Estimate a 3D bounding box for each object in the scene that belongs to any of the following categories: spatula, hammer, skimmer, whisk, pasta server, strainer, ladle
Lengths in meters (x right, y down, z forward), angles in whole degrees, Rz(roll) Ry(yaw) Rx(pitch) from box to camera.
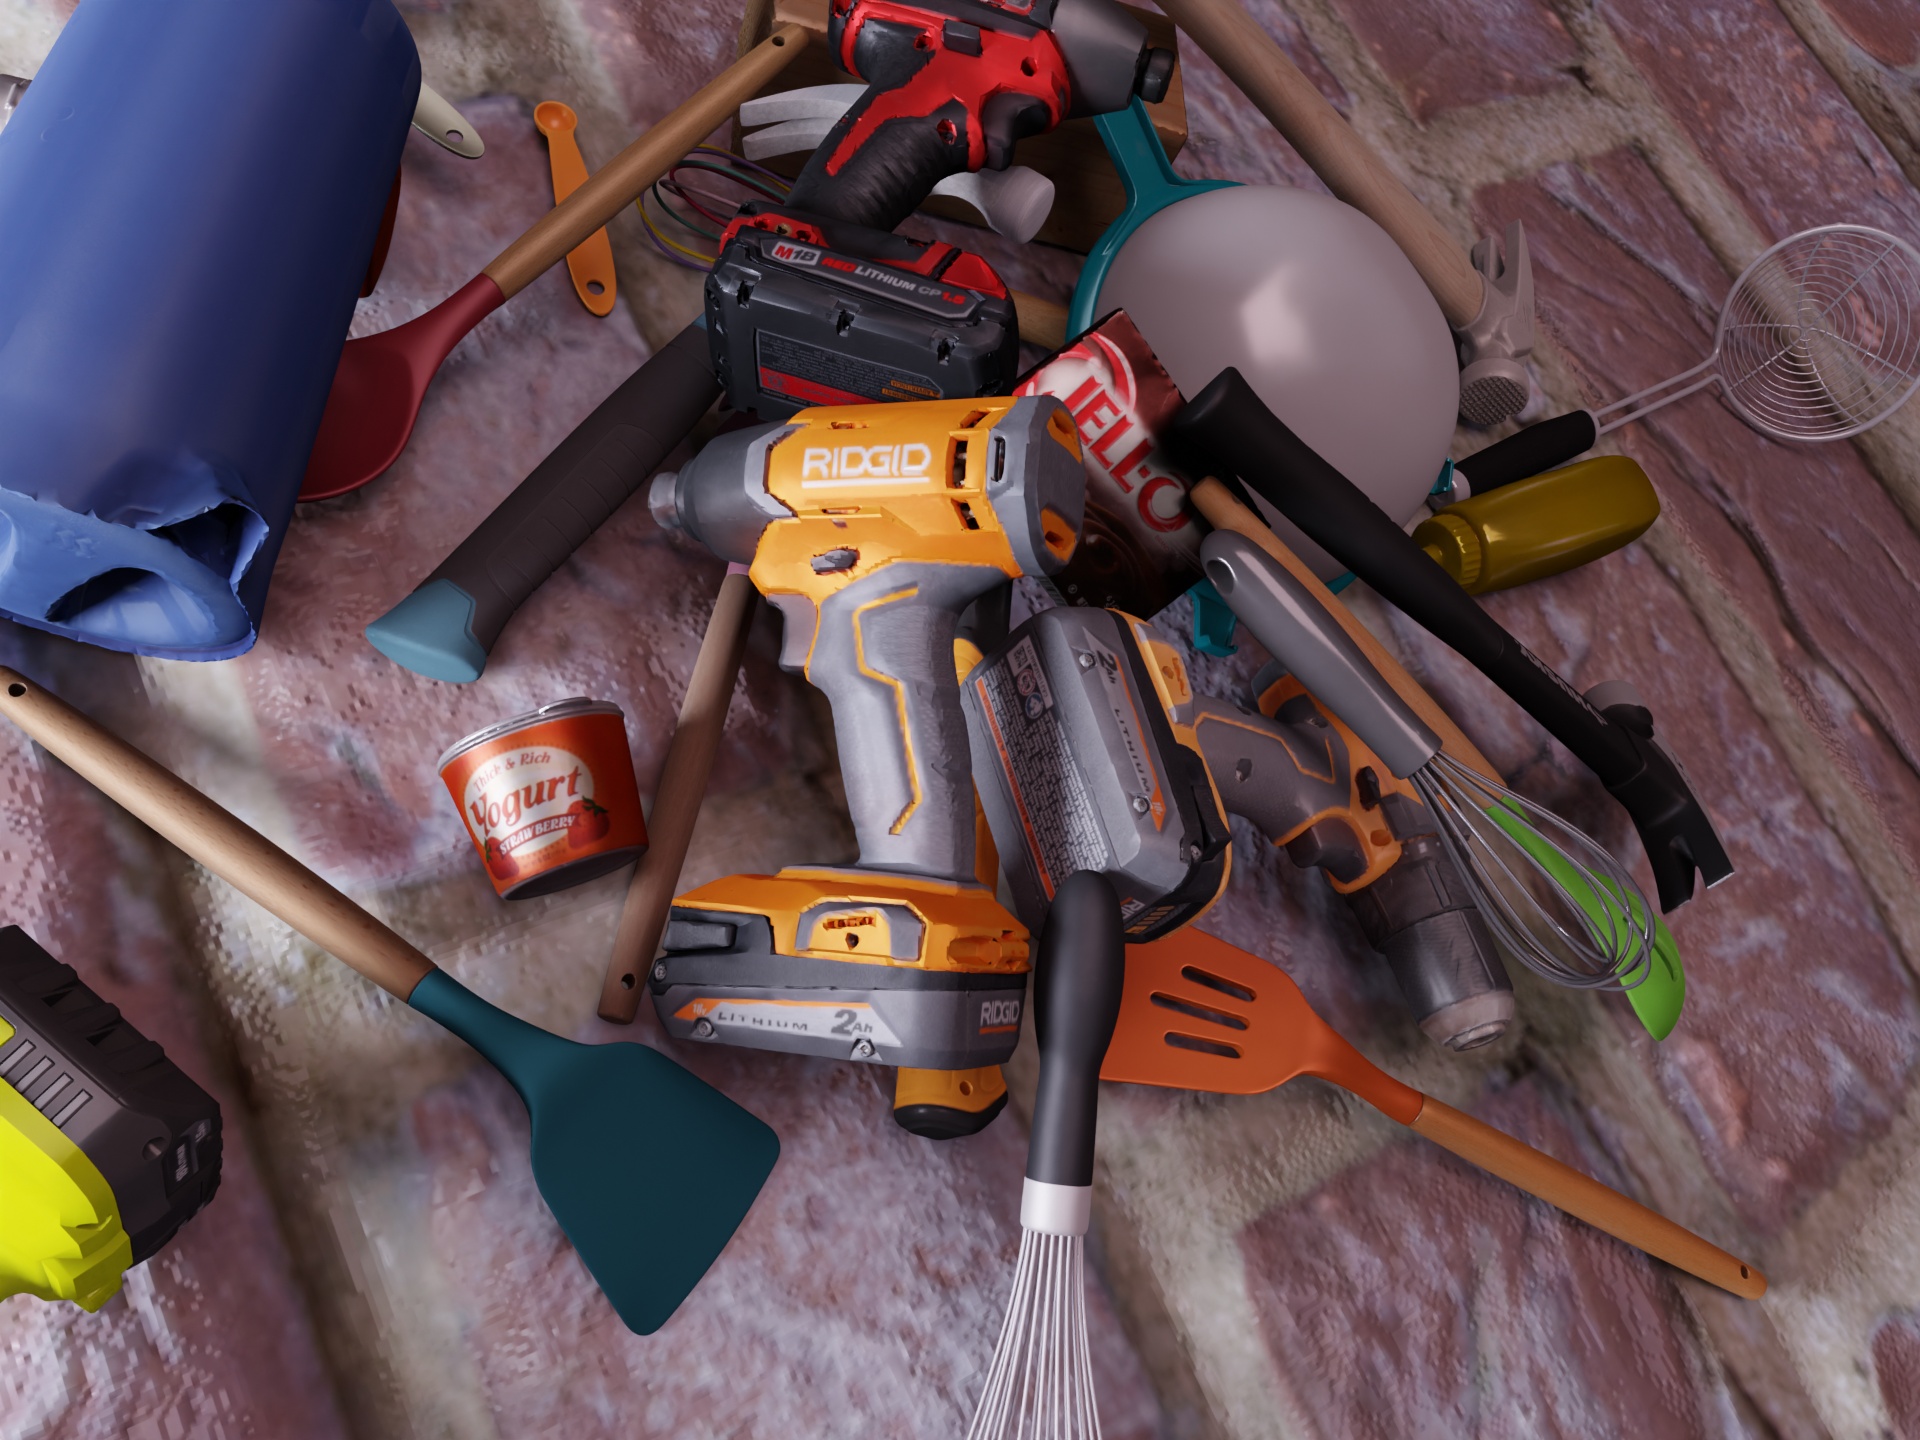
[{"bbox_3d":[-0.205,0.081,0.542,0.317,0.044,0.082,35,57,3],"label":"spatula"},{"bbox_3d":[0.214,-0.039,0.679,0.334,0.035,0.146,34,31,-25],"label":"hammer"},{"bbox_3d":[0.411,-0.183,0.889,0.363,0.090,0.127,-24,107,-28],"label":"skimmer"},{"bbox_3d":[0.179,0.014,0.618,0.239,0.055,0.055,46,57,2],"label":"whisk"},{"bbox_3d":[0.201,0.173,0.661,0.322,0.041,0.081,28,56,-11],"label":"spatula"},{"bbox_3d":[-0.096,-0.029,0.642,0.060,0.040,0.316,18,63,-13],"label":"pasta server"},{"bbox_3d":[-0.107,-0.141,0.642,0.128,0.033,0.331,35,70,11],"label":"hammer"},{"bbox_3d":[-0.001,-0.002,0.649,0.127,0.034,0.337,21,59,-30],"label":"hammer"},{"bbox_3d":[0.129,-0.213,0.715,0.211,0.095,0.340,-35,104,-28],"label":"strainer"},{"bbox_3d":[0.027,0.190,0.515,0.070,0.070,0.285,9,80,-18],"label":"whisk"},{"bbox_3d":[-0.033,-0.218,0.754,0.244,0.051,0.047,14,54,-19],"label":"whisk"},{"bbox_3d":[-0.173,-0.195,0.651,0.069,0.031,0.315,42,72,5],"label":"ladle"},{"bbox_3d":[0.165,-0.323,0.811,0.410,0.038,0.146,35,51,-28],"label":"hammer"}]

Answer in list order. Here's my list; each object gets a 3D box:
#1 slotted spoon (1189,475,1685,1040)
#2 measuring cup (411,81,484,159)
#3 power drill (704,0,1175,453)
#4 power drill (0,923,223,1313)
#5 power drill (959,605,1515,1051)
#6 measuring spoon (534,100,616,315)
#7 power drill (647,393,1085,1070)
[{"bbox_3d":[0.205,0.015,0.661,0.313,0.031,0.070,45,30,-9],"label":"slotted spoon"},{"bbox_3d":[-0.278,-0.288,0.693,0.167,0.038,0.083,38,57,-3],"label":"measuring cup"},{"bbox_3d":[-0.004,-0.213,0.621,0.143,0.078,0.220,16,65,3],"label":"power drill"},{"bbox_3d":[-0.291,0.159,0.369,0.080,0.190,0.228,41,52,1],"label":"power drill"},{"bbox_3d":[0.122,0.046,0.633,0.226,0.084,0.185,5,56,-39],"label":"power drill"},{"bbox_3d":[-0.175,-0.232,0.723,0.021,0.011,0.117,-8,71,-25],"label":"measuring spoon"},{"bbox_3d":[-0.046,-0.001,0.560,0.164,0.084,0.226,2,83,23],"label":"power drill"}]
